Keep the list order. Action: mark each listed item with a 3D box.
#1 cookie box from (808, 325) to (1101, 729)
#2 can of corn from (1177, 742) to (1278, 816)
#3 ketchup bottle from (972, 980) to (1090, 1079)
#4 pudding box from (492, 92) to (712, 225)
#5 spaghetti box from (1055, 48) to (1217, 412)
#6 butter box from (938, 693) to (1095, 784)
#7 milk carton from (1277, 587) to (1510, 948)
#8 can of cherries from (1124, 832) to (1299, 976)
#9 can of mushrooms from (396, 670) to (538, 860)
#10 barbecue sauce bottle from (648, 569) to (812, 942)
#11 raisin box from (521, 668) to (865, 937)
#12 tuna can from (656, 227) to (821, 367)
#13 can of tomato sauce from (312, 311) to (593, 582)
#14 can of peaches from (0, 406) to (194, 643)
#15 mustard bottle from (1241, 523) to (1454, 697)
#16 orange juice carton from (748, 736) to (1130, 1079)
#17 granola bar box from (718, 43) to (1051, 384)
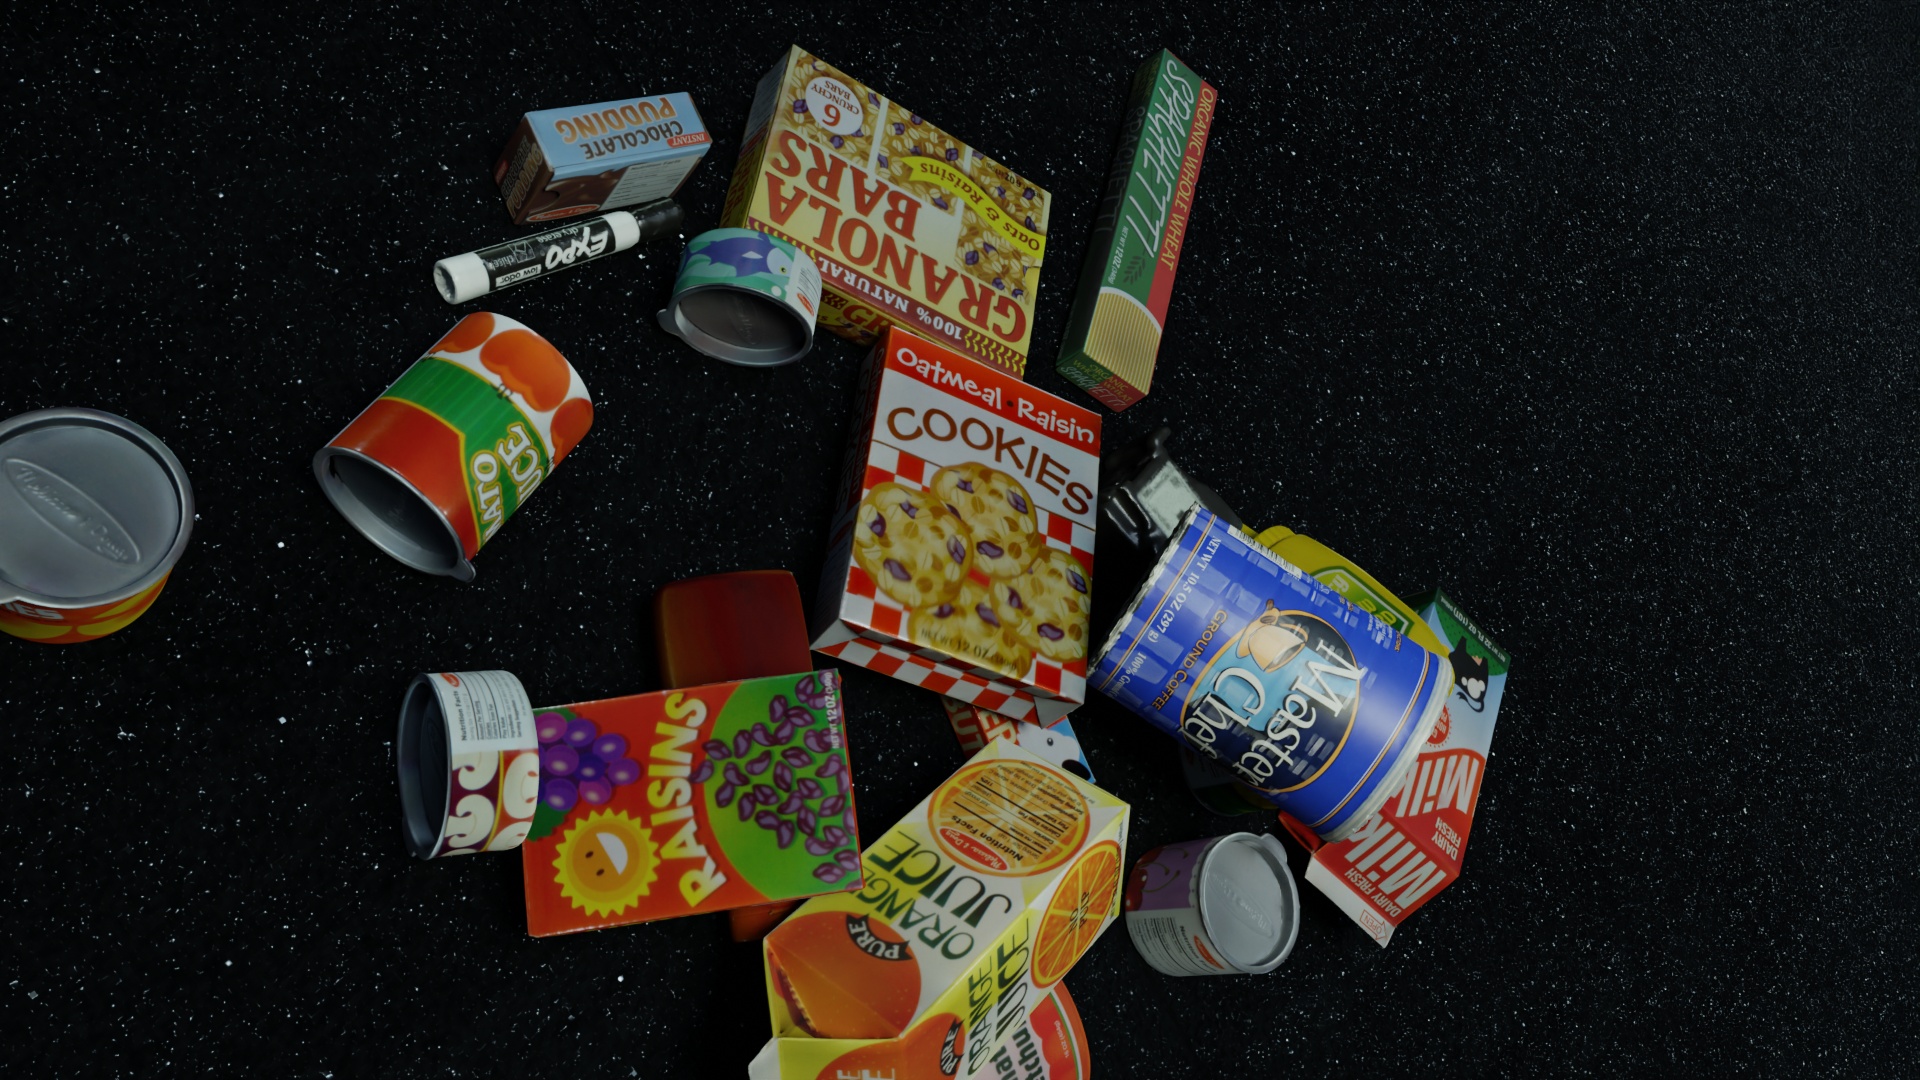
[{"bbox_3d":[0.002,-0.008,0.660,0.123,0.040,0.168,21,54,-20],"label":"cookie box"},{"bbox_3d":[0.162,0.111,0.742,0.071,0.058,0.071,12,67,-32],"label":"can of corn"},{"bbox_3d":[-0.013,0.236,0.582,0.149,0.043,0.064,-19,92,-38],"label":"ketchup bottle"},{"bbox_3d":[-0.159,-0.170,0.618,0.084,0.049,0.030,-24,87,-39],"label":"pudding box"},{"bbox_3d":[0.108,-0.192,0.831,0.050,0.028,0.251,31,58,-25],"label":"spaghetti box"},{"bbox_3d":[0.022,0.082,0.673,0.053,0.024,0.103,-22,88,-39],"label":"butter box"},{"bbox_3d":[0.242,0.127,0.785,0.072,0.073,0.191,41,55,-17],"label":"milk carton"},{"bbox_3d":[0.126,0.180,0.692,0.071,0.058,0.072,13,66,-31],"label":"can of cherries"},{"bbox_3d":[-0.180,0.082,0.504,0.033,0.071,0.071,1,74,-37],"label":"can of mushrooms"},{"bbox_3d":[-0.089,0.089,0.579,0.065,0.043,0.148,-6,78,-24],"label":"barbecue sauce bottle"},{"bbox_3d":[-0.103,0.099,0.532,0.123,0.040,0.086,-7,79,-5],"label":"raisin box"},{"bbox_3d":[-0.100,-0.110,0.630,0.071,0.071,0.033,22,62,-28],"label":"tuna can"},{"bbox_3d":[-0.191,-0.037,0.535,0.071,0.071,0.083,43,54,-16],"label":"can of tomato sauce"},{"bbox_3d":[-0.294,-0.002,0.455,0.071,0.058,0.071,12,68,-32],"label":"can of peaches"},{"bbox_3d":[0.198,0.037,0.769,0.065,0.048,0.161,-35,54,-8],"label":"mustard bottle"},{"bbox_3d":[-0.015,0.169,0.563,0.193,0.073,0.071,-35,138,-41],"label":"orange juice carton"},{"bbox_3d":[-0.035,-0.158,0.709,0.165,0.039,0.124,23,62,-27],"label":"granola bar box"}]
